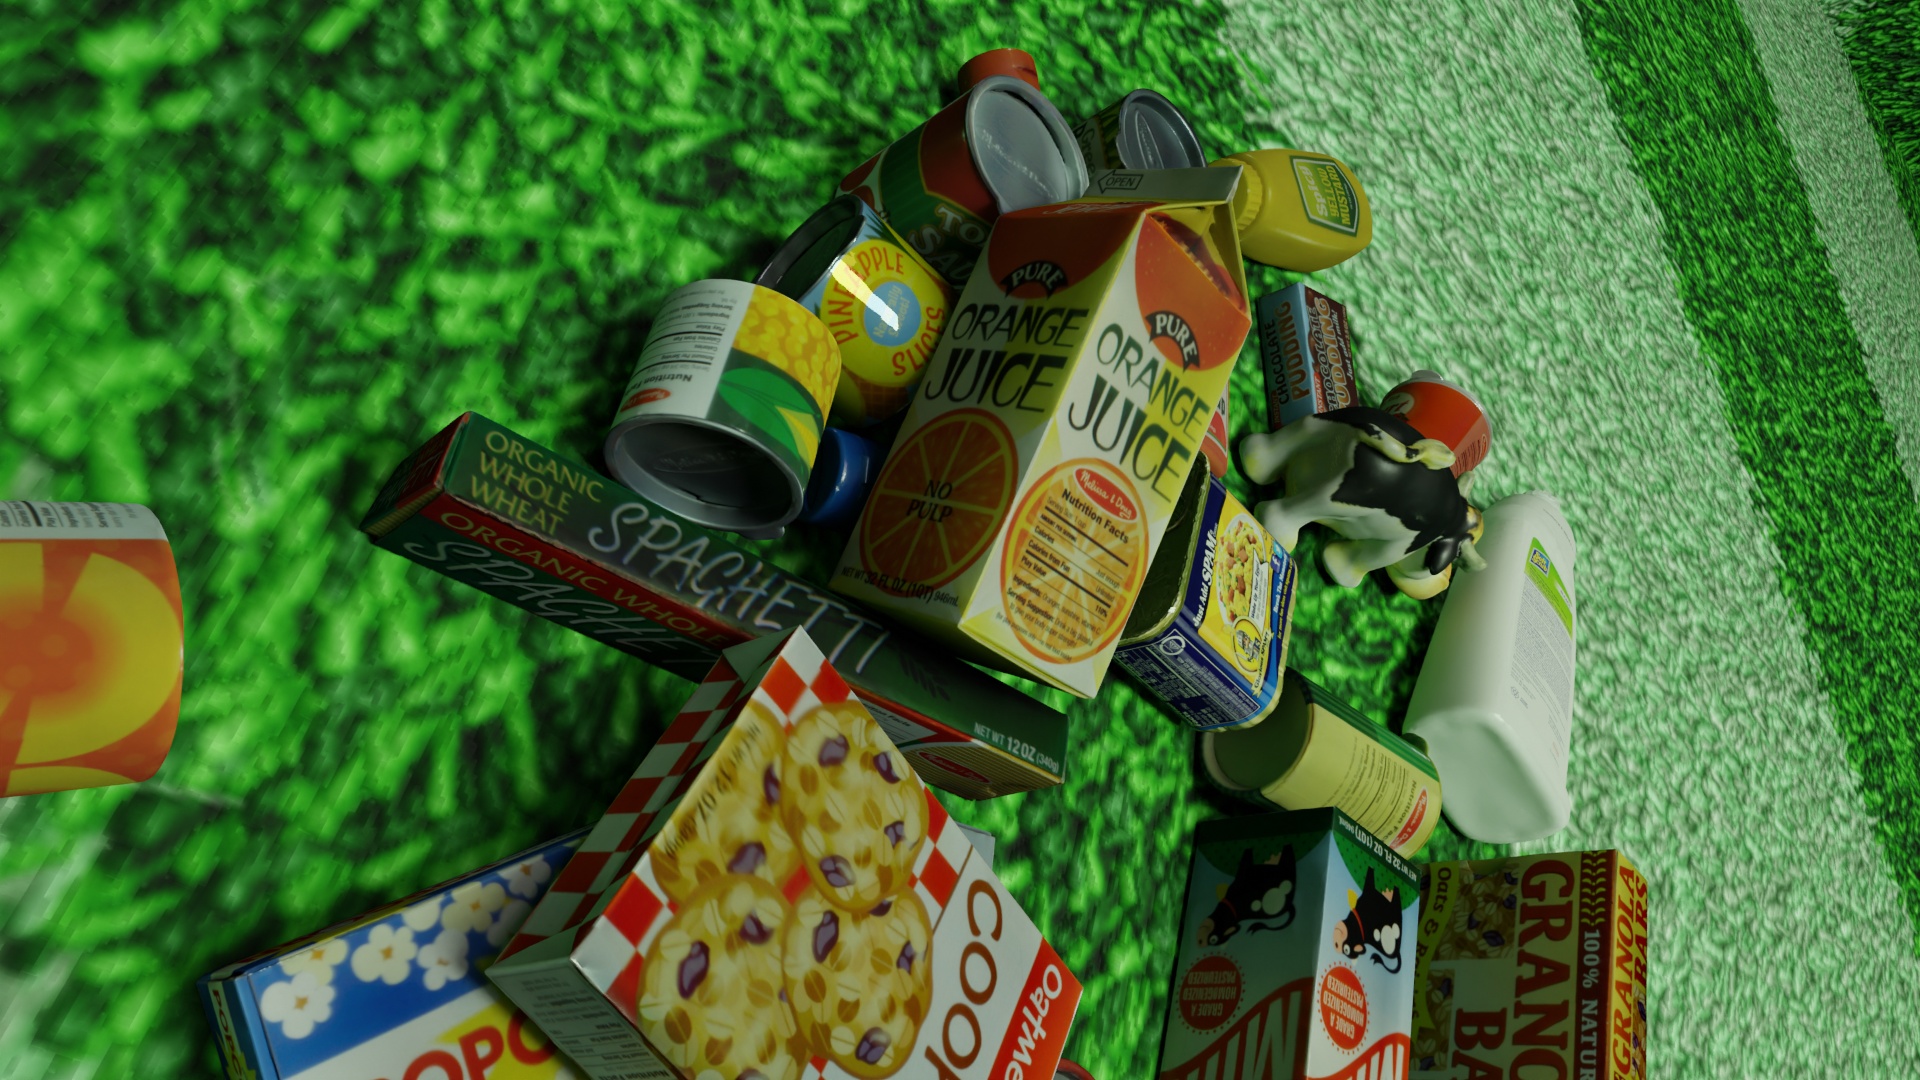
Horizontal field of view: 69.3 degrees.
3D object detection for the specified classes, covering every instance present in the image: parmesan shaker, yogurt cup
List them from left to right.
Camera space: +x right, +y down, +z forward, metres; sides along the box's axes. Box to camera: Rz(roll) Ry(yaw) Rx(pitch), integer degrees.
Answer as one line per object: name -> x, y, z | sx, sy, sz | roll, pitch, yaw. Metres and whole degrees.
parmesan shaker -> 0.169, 0.103, 0.648 | 0.103, 0.071, 0.071 | 32, 55, -32
yogurt cup -> 0.268, -0.053, 0.810 | 0.054, 0.072, 0.072 | -46, 109, -35

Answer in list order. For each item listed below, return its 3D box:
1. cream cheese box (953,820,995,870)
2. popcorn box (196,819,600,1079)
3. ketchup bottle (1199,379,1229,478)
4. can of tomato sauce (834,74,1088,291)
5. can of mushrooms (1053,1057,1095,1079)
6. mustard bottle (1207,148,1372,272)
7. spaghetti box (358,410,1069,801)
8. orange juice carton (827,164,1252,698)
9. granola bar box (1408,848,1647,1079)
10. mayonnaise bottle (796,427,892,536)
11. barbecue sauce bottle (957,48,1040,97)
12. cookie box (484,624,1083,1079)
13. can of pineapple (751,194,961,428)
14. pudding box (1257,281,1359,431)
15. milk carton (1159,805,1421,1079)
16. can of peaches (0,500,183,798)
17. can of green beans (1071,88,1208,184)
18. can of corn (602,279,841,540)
cream cheese box -> -0.019, 0.146, 0.478 | 0.053, 0.024, 0.104 | 28, 57, -36
popcorn box -> -0.122, 0.131, 0.372 | 0.127, 0.038, 0.085 | -16, 88, -47
ketchup bottle -> 0.105, -0.101, 0.680 | 0.064, 0.043, 0.149 | 30, 55, -35
can of tomato sauce -> -0.001, -0.135, 0.558 | 0.071, 0.083, 0.071 | 18, 64, -40
can of mushrooms -> 0.024, 0.214, 0.489 | 0.071, 0.033, 0.071 | 17, 63, -39
mustard bottle -> 0.172, -0.186, 0.774 | 0.161, 0.048, 0.065 | -7, 79, -46
spaghetti box -> -0.065, 0.032, 0.456 | 0.250, 0.050, 0.029 | 30, 55, -34
orange juice carton -> 0.037, -0.050, 0.488 | 0.073, 0.072, 0.193 | 33, 76, -40
granola bar box -> 0.245, 0.227, 0.638 | 0.039, 0.124, 0.166 | 42, 49, -28
mayonnaise bottle -> 0.002, -0.007, 0.545 | 0.148, 0.041, 0.065 | 18, 69, -38
barbecue sauce bottle -> 0.029, -0.144, 0.621 | 0.065, 0.043, 0.148 | 1, 74, -50
cookie box -> -0.038, 0.129, 0.403 | 0.167, 0.040, 0.123 | 55, 39, -21
can of pineapple -> -0.039, -0.084, 0.512 | 0.058, 0.071, 0.071 | 40, 51, -28
pudding box -> 0.195, -0.097, 0.777 | 0.050, 0.030, 0.084 | 15, 65, -40
milk carton -> 0.133, 0.213, 0.569 | 0.072, 0.073, 0.191 | 37, 53, -30
can of peaches -> -0.211, 0.026, 0.304 | 0.058, 0.071, 0.071 | 0, 76, -46
can of green beans -> 0.077, -0.174, 0.668 | 0.071, 0.057, 0.071 | 18, 63, -40
can of corn -> -0.076, -0.043, 0.463 | 0.071, 0.071, 0.058 | 34, 54, -32
